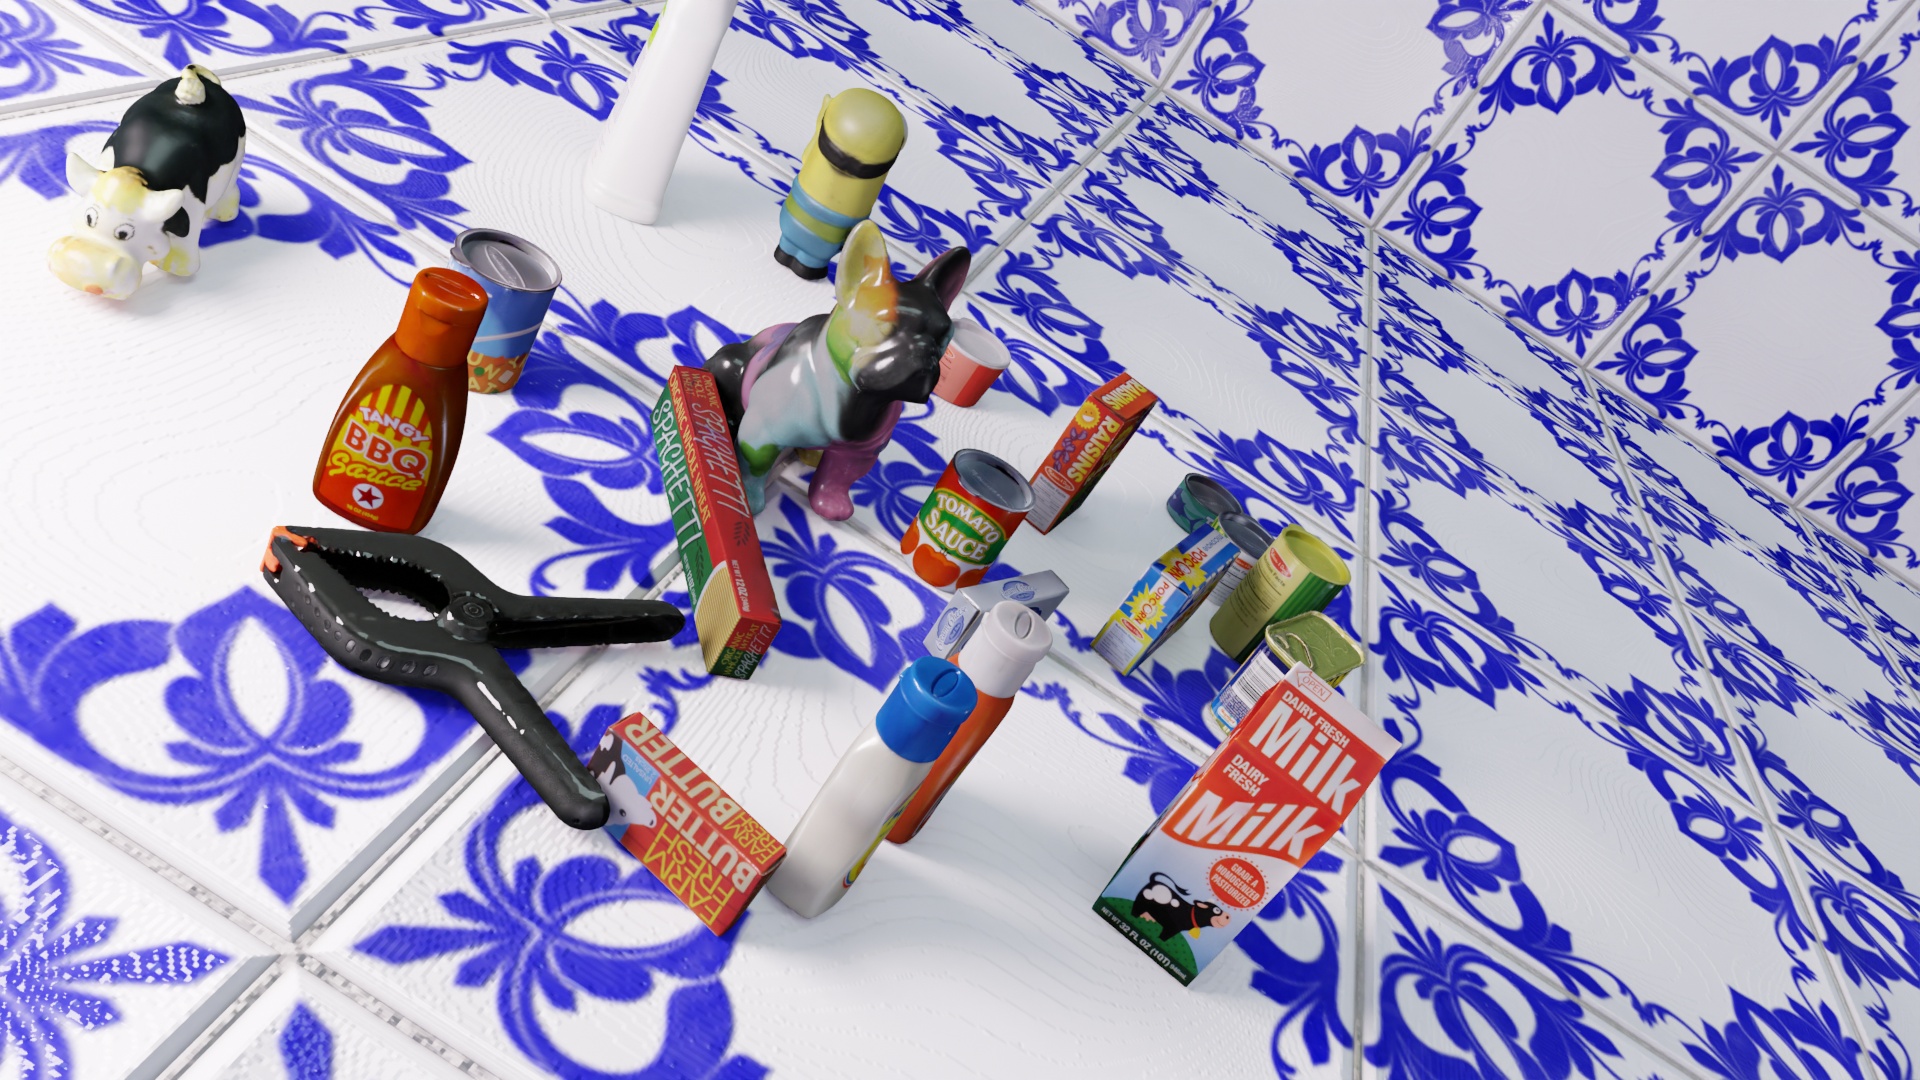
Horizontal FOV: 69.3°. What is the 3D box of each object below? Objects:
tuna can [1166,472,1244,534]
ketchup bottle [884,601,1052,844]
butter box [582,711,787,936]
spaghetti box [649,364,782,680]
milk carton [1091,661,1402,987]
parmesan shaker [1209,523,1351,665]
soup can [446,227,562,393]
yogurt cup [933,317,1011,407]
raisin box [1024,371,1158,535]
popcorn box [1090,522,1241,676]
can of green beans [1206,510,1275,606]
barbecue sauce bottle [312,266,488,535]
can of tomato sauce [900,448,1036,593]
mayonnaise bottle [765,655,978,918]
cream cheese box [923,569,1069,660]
[{"bbox_3d":[0.225,-0.027,1.273,0.071,0.032,0.071,25,31,-16],"label":"tuna can"},{"bbox_3d":[-0.004,0.096,0.751,0.043,0.148,0.065,32,29,-3],"label":"ketchup bottle"},{"bbox_3d":[-0.135,0.135,0.663,0.103,0.053,0.024,40,30,11],"label":"butter box"},{"bbox_3d":[-0.158,-0.020,0.871,0.029,0.050,0.251,13,35,-32],"label":"spaghetti box"},{"bbox_3d":[0.162,0.155,0.784,0.072,0.189,0.074,39,30,10],"label":"milk carton"},{"bbox_3d":[0.256,0.047,1.124,0.071,0.102,0.072,25,31,-16],"label":"parmesan shaker"},{"bbox_3d":[-0.302,-0.145,0.881,0.071,0.083,0.072,25,31,-16],"label":"soup can"},{"bbox_3d":[0.003,-0.154,1.221,0.072,0.053,0.073,25,31,-16],"label":"yogurt cup"},{"bbox_3d":[0.101,-0.071,1.125,0.040,0.122,0.086,39,30,10],"label":"raisin box"},{"bbox_3d":[0.157,0.043,1.051,0.038,0.084,0.127,41,30,13],"label":"popcorn box"},{"bbox_3d":[0.232,0.017,1.189,0.071,0.057,0.071,25,31,-16],"label":"can of green beans"},{"bbox_3d":[-0.287,-0.072,0.723,0.065,0.147,0.044,26,30,-14],"label":"barbecue sauce bottle"},{"bbox_3d":[0.004,-0.012,0.984,0.071,0.082,0.071,25,31,-16],"label":"can of tomato sauce"},{"bbox_3d":[-0.042,0.120,0.680,0.041,0.147,0.065,38,29,7],"label":"mayonnaise bottle"},{"bbox_3d":[0.025,0.051,0.941,0.104,0.053,0.024,-9,51,-50],"label":"cream cheese box"}]
